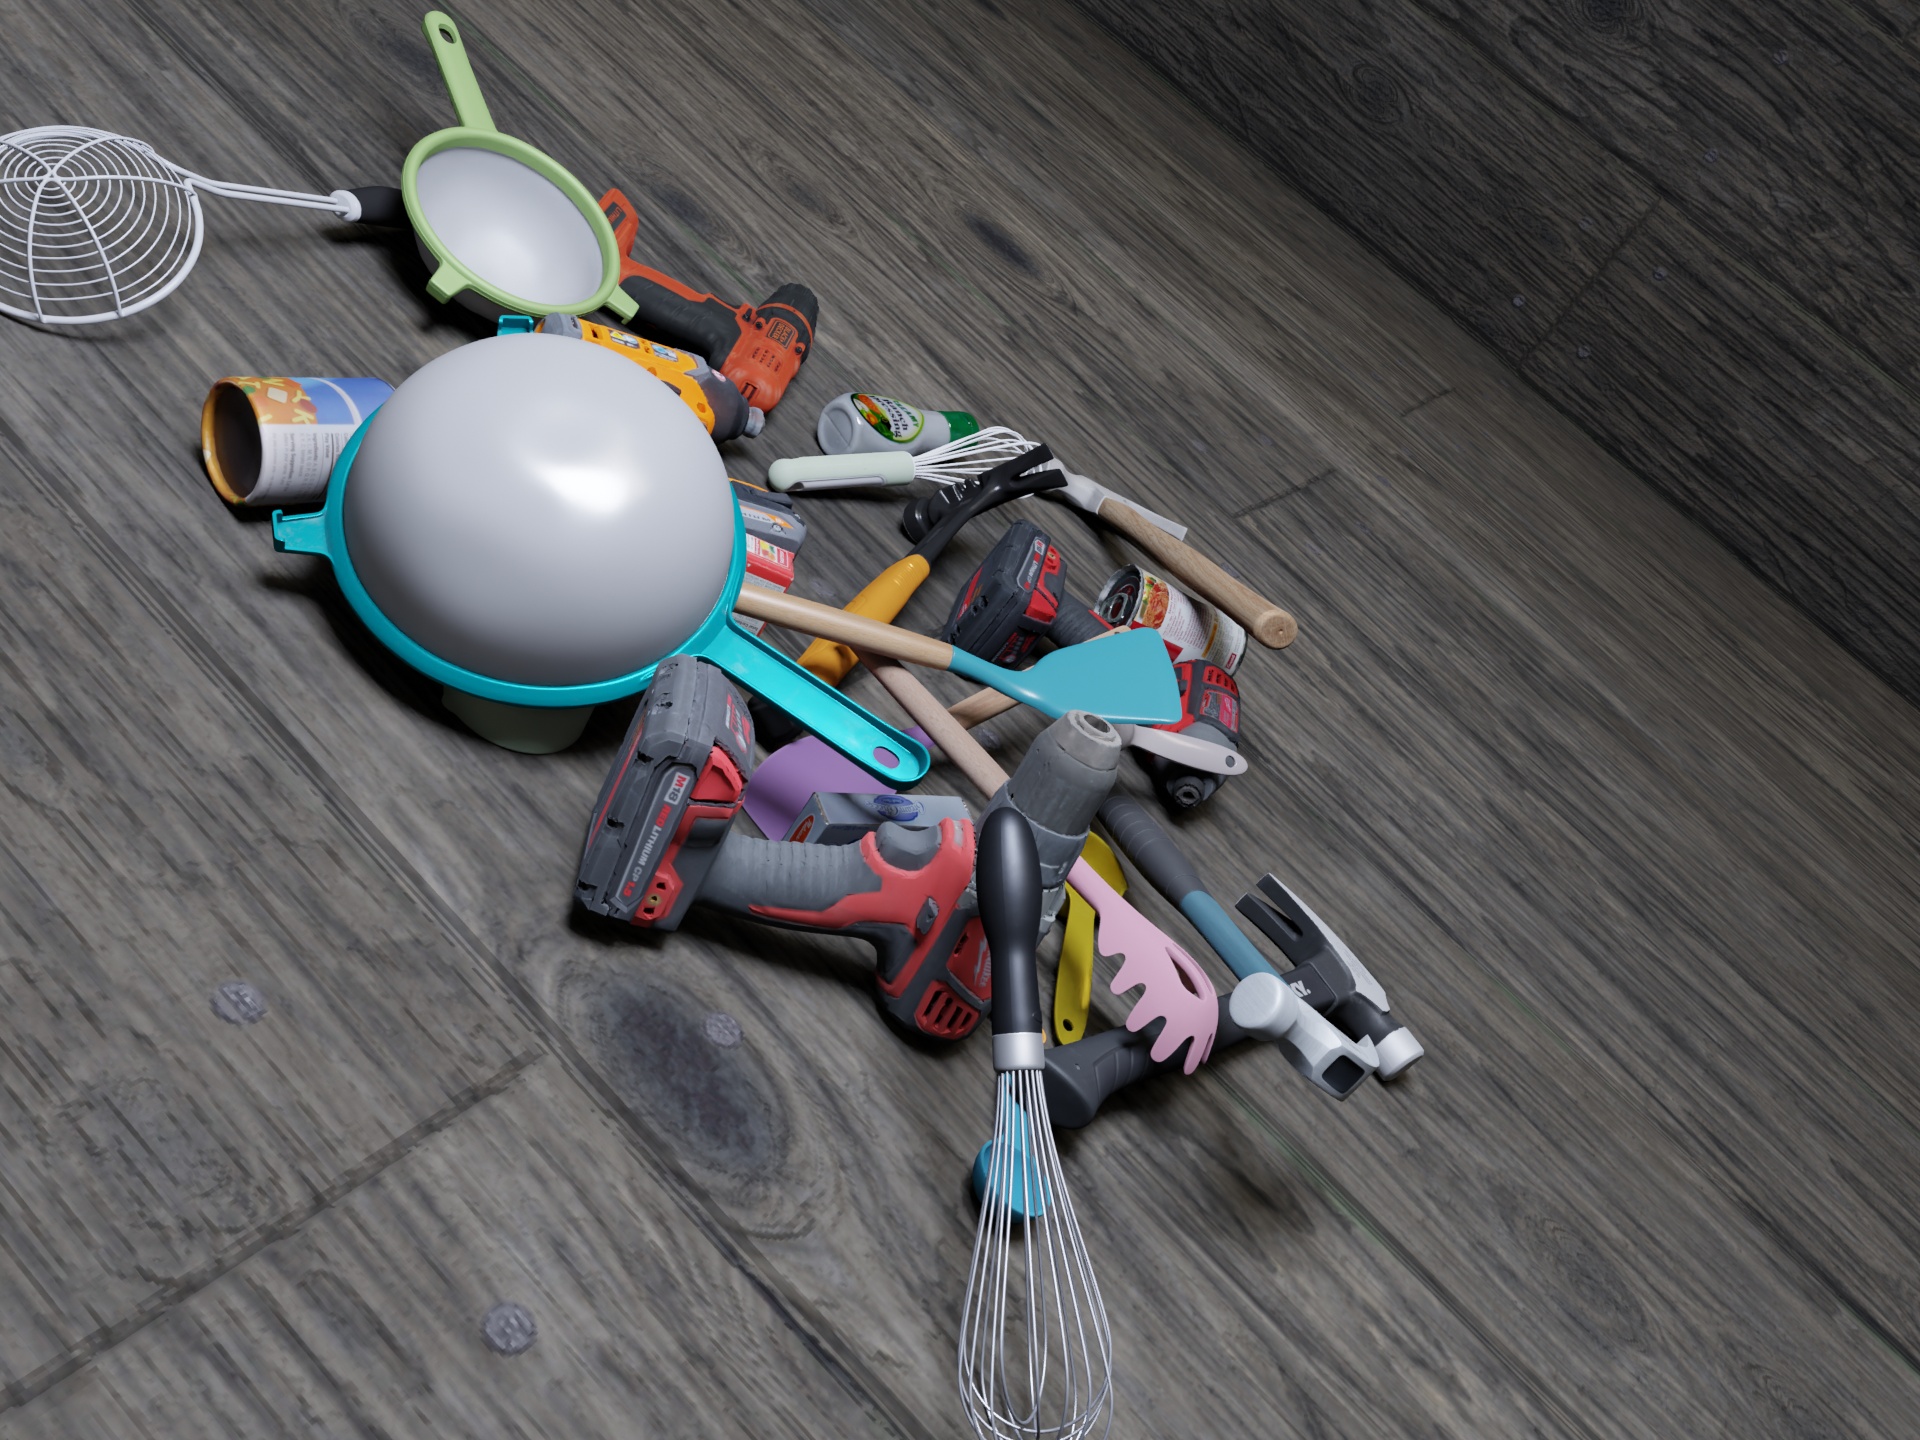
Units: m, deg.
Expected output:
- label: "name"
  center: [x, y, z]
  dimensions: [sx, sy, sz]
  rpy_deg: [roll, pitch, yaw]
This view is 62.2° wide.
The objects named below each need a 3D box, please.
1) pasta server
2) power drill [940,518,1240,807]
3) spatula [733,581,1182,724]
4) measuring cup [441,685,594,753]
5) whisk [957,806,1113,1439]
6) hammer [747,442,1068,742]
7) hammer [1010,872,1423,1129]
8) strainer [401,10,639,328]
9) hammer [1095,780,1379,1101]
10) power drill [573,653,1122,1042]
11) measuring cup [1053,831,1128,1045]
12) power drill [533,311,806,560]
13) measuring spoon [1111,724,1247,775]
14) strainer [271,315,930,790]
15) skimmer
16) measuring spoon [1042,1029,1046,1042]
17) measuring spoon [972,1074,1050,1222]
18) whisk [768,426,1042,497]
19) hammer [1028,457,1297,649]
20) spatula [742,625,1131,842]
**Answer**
- label: "pasta server"
  center: [0.032, 0.059, 0.872]
  dimensions: [0.316, 0.040, 0.060]
  rpy_deg: [47, 25, 18]
- label: "power drill"
  center: [0.099, -0.030, 1.102]
  dimensions: [0.219, 0.078, 0.143]
  rpy_deg: [34, 33, -10]
- label: "spatula"
  center: [-0.026, -0.051, 0.892]
  dimensions: [0.317, 0.044, 0.082]
  rpy_deg: [15, 42, -21]
- label: "measuring cup"
  center: [-0.245, -0.057, 0.836]
  dimensions: [0.083, 0.038, 0.168]
  rpy_deg: [-5, 53, -47]
- label: "whisk"
  center: [0.027, 0.176, 0.687]
  dimensions: [0.070, 0.070, 0.285]
  rpy_deg: [10, 69, -36]
- label: "hammer"
  center: [-0.038, -0.085, 1.018]
  dimensions: [0.034, 0.127, 0.337]
  rpy_deg: [60, 34, -18]
- label: "hammer"
  center: [0.142, 0.170, 0.912]
  dimensions: [0.334, 0.035, 0.146]
  rpy_deg: [-4, 51, -49]
- label: "strainer"
  center: [-0.330, -0.362, 1.080]
  dimensions: [0.151, 0.069, 0.256]
  rpy_deg: [-7, 67, -45]
- label: "hammer"
  center: [0.128, 0.098, 0.899]
  dimensions: [0.128, 0.033, 0.331]
  rpy_deg: [40, 7, -32]
- label: "power drill"
  center: [-0.049, 0.048, 0.759]
  dimensions: [0.226, 0.187, 0.080]
  rpy_deg: [22, 25, -16]
- label: "measuring cup"
  center: [0.061, 0.127, 0.916]
  dimensions: [0.062, 0.029, 0.157]
  rpy_deg: [28, 43, -17]
- label: "power drill"
  center: [-0.175, -0.162, 1.001]
  dimensions: [0.164, 0.084, 0.227]
  rpy_deg: [11, 37, -36]
- label: "measuring spoon"
  center: [0.139, 0.015, 1.039]
  dimensions: [0.124, 0.018, 0.034]
  rpy_deg: [16, 71, -21]
- label: "strainer"
  center: [-0.150, -0.082, 0.785]
  dimensions: [0.340, 0.095, 0.211]
  rpy_deg: [34, 57, 2]
- label: "skimmer"
  center: [-0.432, -0.296, 0.971]
  dimensions: [0.127, 0.090, 0.363]
  rpy_deg: [44, 23, 5]
- label: "measuring spoon"
  center: [0.008, 0.134, 0.861]
  dimensions: [0.021, 0.011, 0.117]
  rpy_deg: [6, 36, -50]
- label: "measuring spoon"
  center: [0.023, 0.203, 0.792]
  dimensions: [0.042, 0.021, 0.129]
  rpy_deg: [35, 23, -14]
- label: "whisk"
  center: [-0.034, -0.186, 1.175]
  dimensions: [0.246, 0.058, 0.059]
  rpy_deg: [-10, 78, -36]
- label: "hammer"
  center: [0.165, -0.126, 1.223]
  dimensions: [0.130, 0.031, 0.332]
  rpy_deg: [22, 15, -28]
- label: "spatula"
  center: [-0.002, -0.003, 0.956]
  dimensions: [0.316, 0.018, 0.060]
  rpy_deg: [-26, 67, -38]
